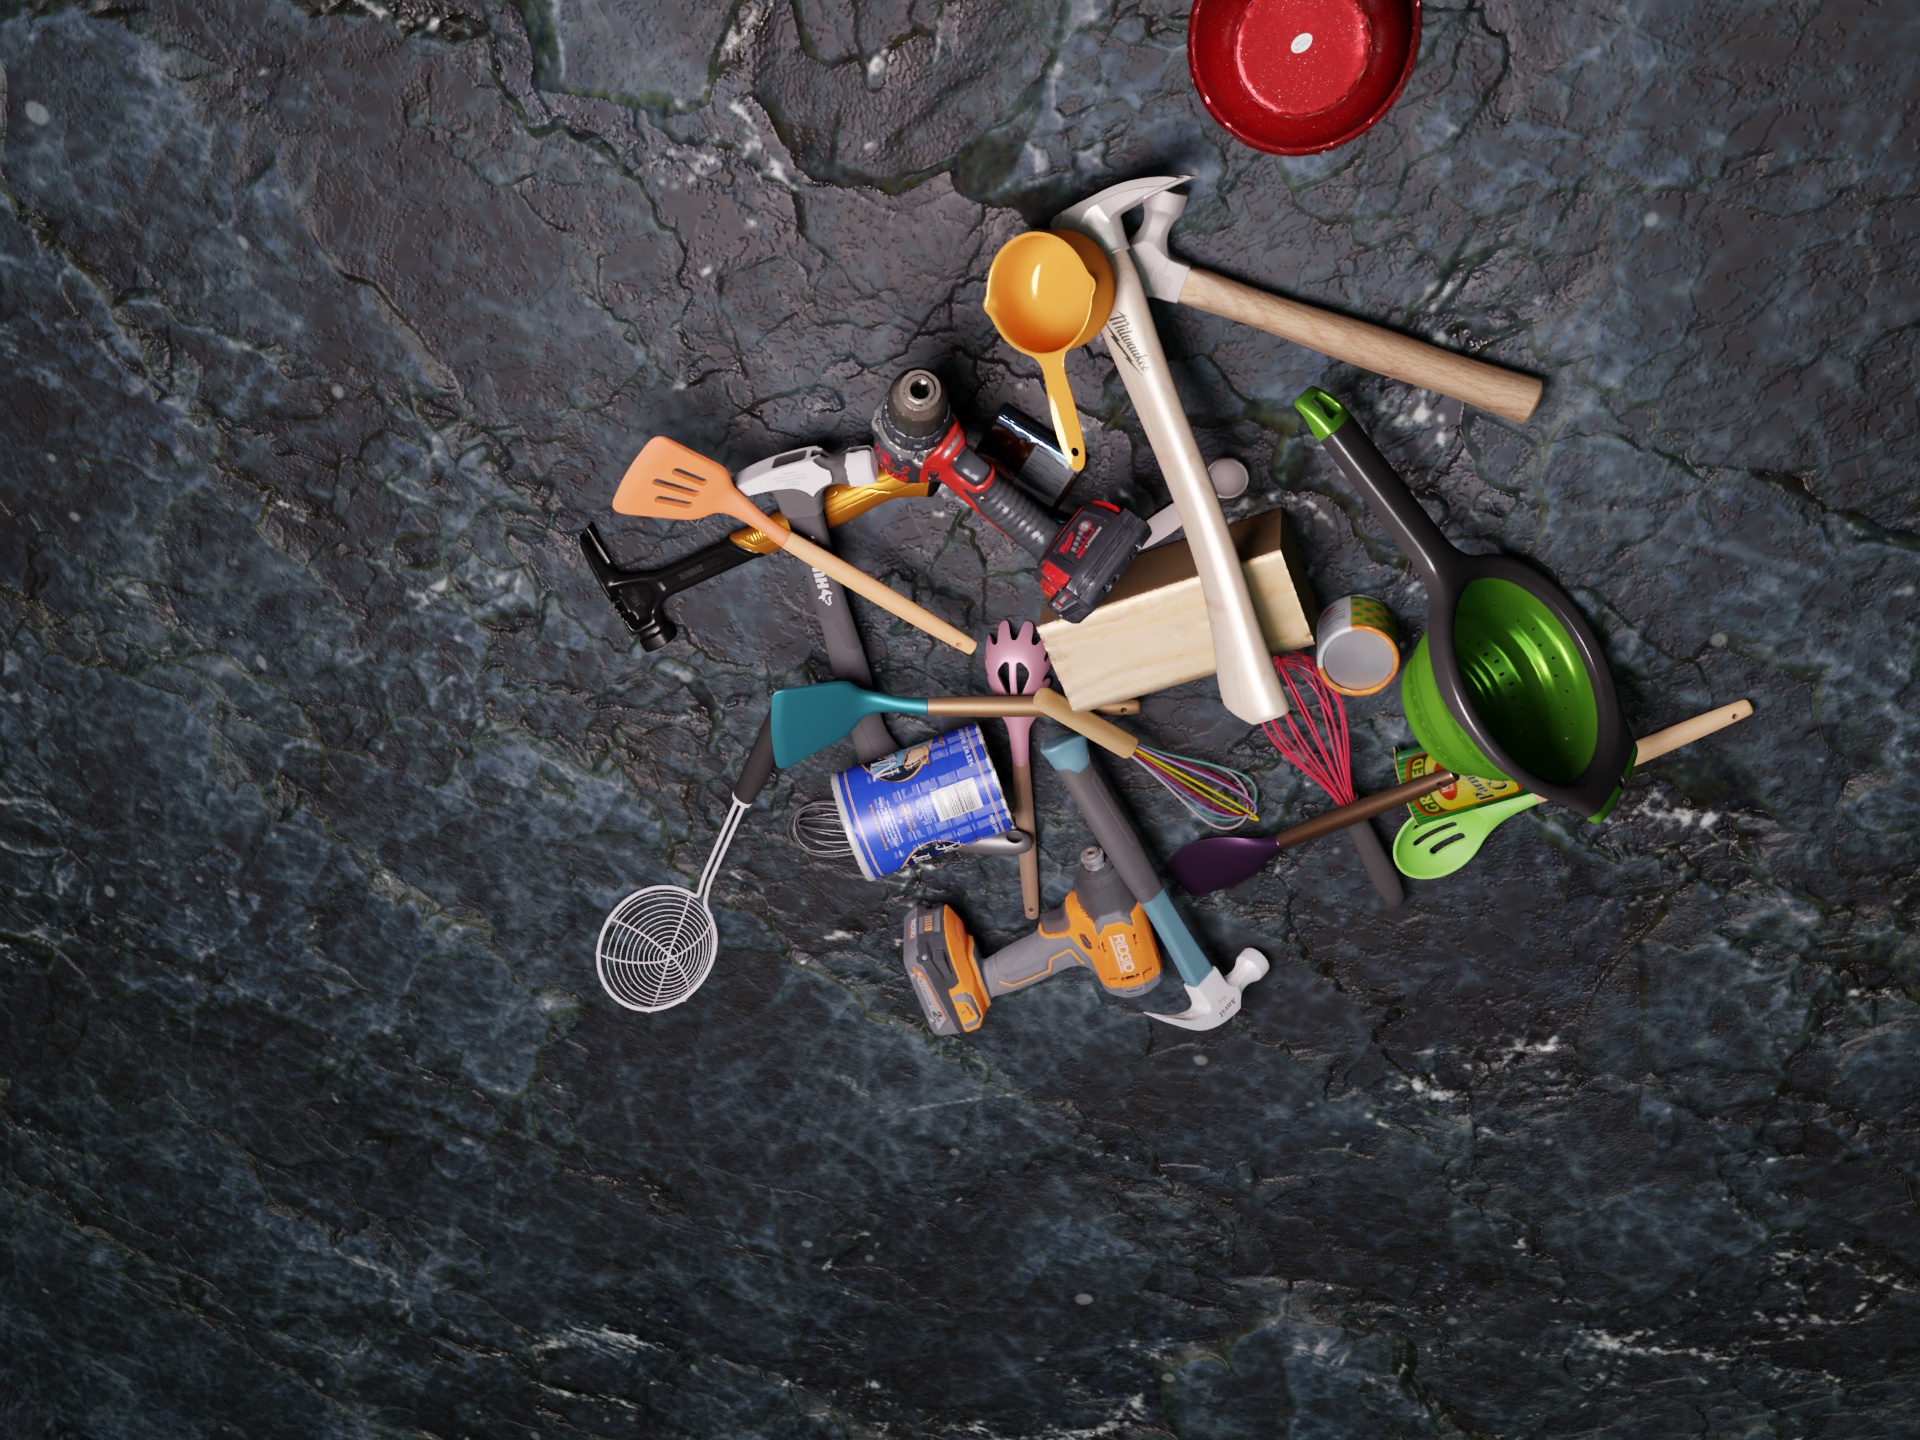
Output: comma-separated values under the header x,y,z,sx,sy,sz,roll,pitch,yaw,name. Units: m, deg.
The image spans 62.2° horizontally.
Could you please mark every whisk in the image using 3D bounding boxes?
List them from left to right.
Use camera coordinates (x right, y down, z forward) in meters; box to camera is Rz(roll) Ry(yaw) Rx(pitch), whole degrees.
x,y,z,sx,sy,sz,roll,pitch,yaw,name
-0.049,0.108,1.489,0.239,0.055,0.055,3,121,16,whisk
0.167,0.032,1.382,0.244,0.047,0.051,29,114,-22,whisk
0.327,0.055,1.380,0.073,0.073,0.295,-20,119,22,whisk

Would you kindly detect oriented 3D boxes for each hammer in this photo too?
x,y,z,sx,sy,sz,roll,pitch,yaw,name
-0.169,-0.167,1.371,0.337,0.034,0.127,-20,115,22,hammer
-0.112,-0.081,1.382,0.146,0.035,0.334,-6,127,11,hammer
0.166,0.145,1.434,0.033,0.128,0.330,2,129,56,hammer
0.173,-0.195,1.190,0.146,0.038,0.410,-15,100,40,hammer
0.276,-0.291,1.202,0.331,0.031,0.130,19,122,0,hammer

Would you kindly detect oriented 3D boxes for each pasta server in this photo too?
x,y,z,sx,sy,sz,roll,pitch,yaw,name
0.058,0.054,1.459,0.060,0.040,0.316,2,124,11,pasta server

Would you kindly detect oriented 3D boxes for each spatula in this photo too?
x,y,z,sx,sy,sz,roll,pitch,yaw,name
-0.123,-0.131,1.297,0.322,0.041,0.081,29,124,-18,spatula
-0.002,-0.004,1.367,0.317,0.044,0.082,-1,125,-3,spatula
0.298,0.096,1.383,0.059,0.018,0.316,44,137,-16,spatula

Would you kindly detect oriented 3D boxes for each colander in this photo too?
x,y,z,sx,sy,sz,roll,pitch,yaw,name
0.365,-0.083,1.243,0.397,0.204,0.094,50,141,-6,colander

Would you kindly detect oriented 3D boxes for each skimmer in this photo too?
x,y,z,sx,sy,sz,roll,pitch,yaw,name
-0.250,0.127,1.529,0.127,0.090,0.363,42,123,24,skimmer

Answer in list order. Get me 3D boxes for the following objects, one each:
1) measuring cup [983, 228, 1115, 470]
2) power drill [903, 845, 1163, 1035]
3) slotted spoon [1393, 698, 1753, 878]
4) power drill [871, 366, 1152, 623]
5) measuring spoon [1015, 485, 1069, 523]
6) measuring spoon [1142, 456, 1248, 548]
x,y,z,sx,sy,sz,roll,pitch,yaw,name
0.079,-0.273,1.168,0.095,0.052,0.173,-2,110,36,measuring cup
0.064,0.203,1.494,0.226,0.084,0.164,-15,122,8,power drill
0.516,0.055,1.356,0.314,0.031,0.070,-27,111,23,slotted spoon
0.030,-0.177,1.199,0.226,0.188,0.080,37,85,-1,power drill
0.080,-0.167,1.331,0.128,0.021,0.042,20,133,-10,measuring spoon
0.184,-0.177,1.303,0.124,0.018,0.034,-34,108,34,measuring spoon
